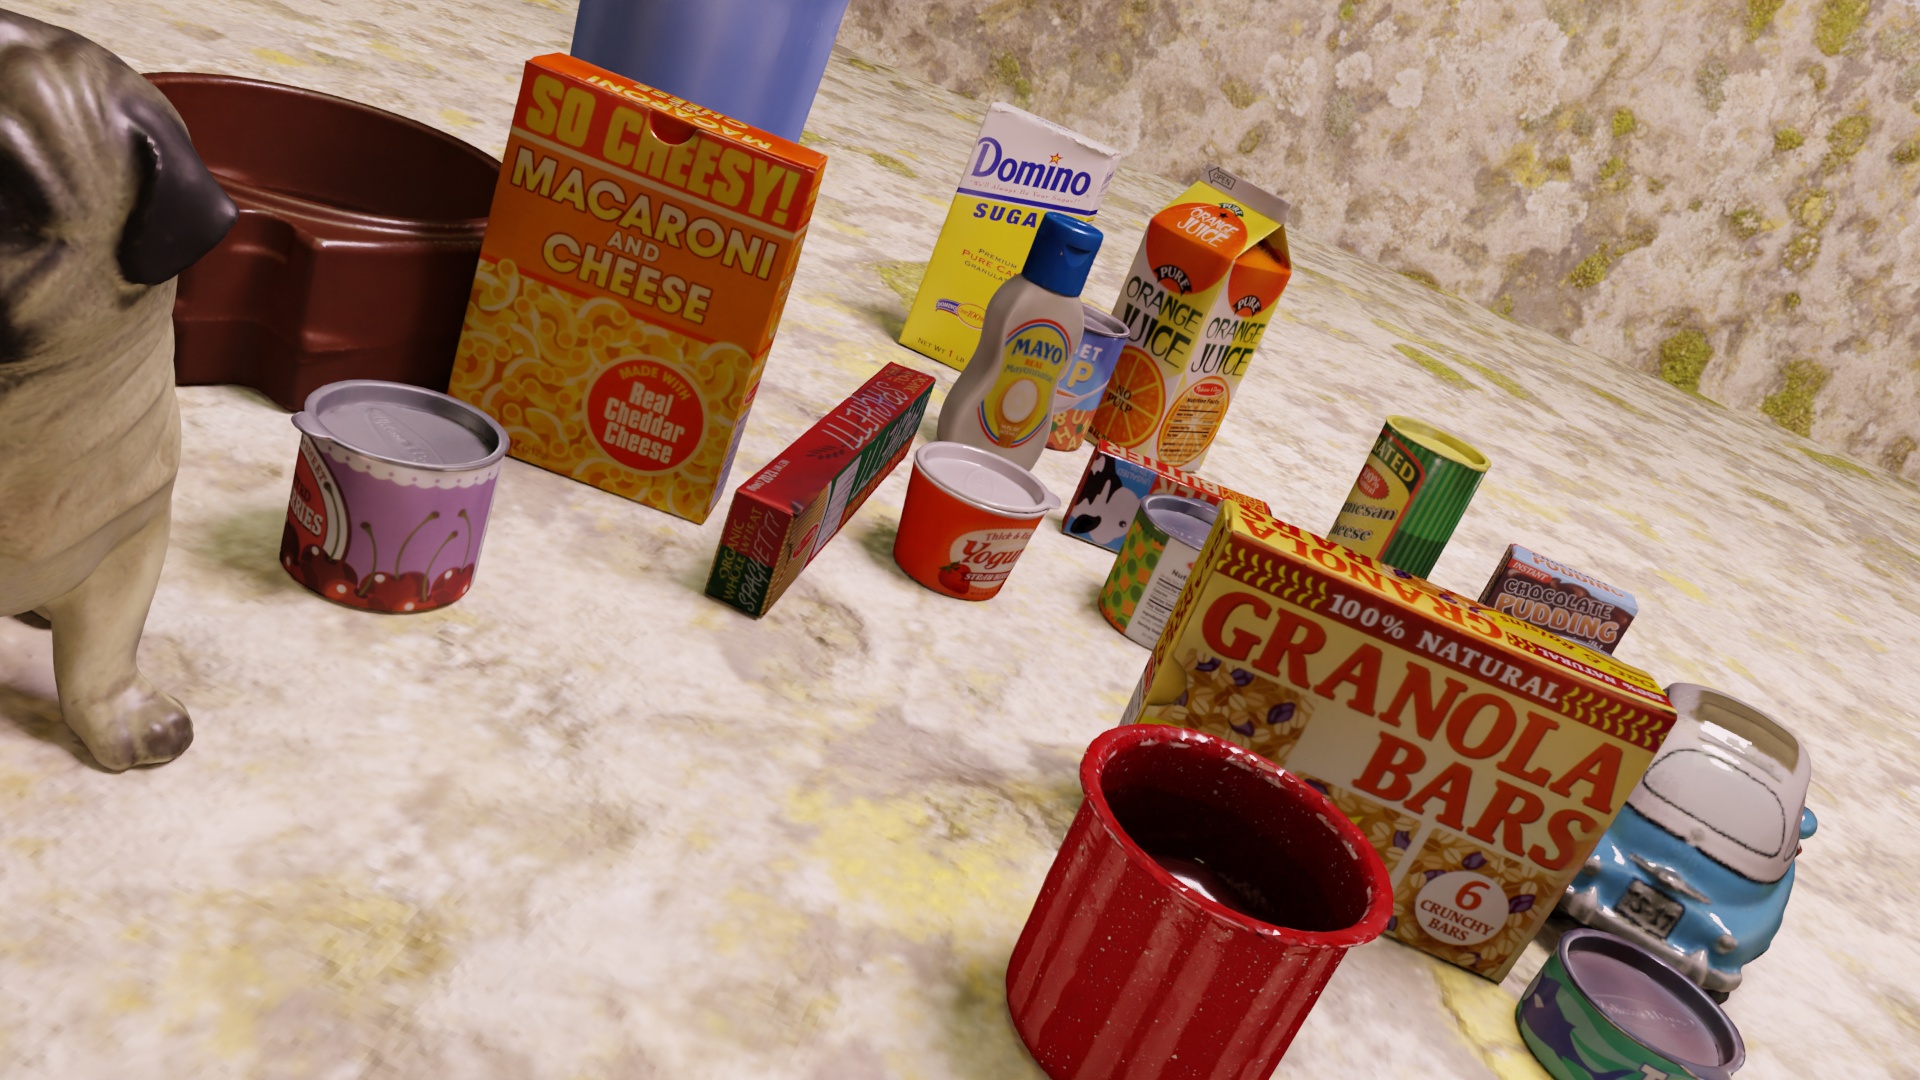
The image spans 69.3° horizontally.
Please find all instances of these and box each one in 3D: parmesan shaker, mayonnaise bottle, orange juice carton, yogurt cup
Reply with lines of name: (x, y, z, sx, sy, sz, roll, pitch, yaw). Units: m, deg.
parmesan shaker: (0.268, -0.015, 0.842, 0.071, 0.102, 0.071, 19, 22, -8)
mayonnaise bottle: (0.038, -0.113, 0.800, 0.065, 0.147, 0.041, 12, 24, -23)
orange juice carton: (0.150, -0.144, 0.910, 0.073, 0.191, 0.072, -3, 33, -47)
yogurt cup: (0.002, -0.008, 0.653, 0.072, 0.053, 0.073, 19, 22, -8)

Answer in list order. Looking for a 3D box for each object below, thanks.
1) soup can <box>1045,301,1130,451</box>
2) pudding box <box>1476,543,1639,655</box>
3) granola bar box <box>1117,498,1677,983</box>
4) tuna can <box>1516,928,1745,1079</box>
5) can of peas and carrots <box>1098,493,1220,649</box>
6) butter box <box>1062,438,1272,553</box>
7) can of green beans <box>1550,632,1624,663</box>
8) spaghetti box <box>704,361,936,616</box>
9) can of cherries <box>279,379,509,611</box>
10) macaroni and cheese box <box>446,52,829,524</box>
soup can: (0.062, -0.108, 0.893, 0.071, 0.083, 0.071, 19, 22, -8)
pudding box: (0.380, 0.042, 0.886, 0.084, 0.049, 0.030, 26, 22, 9)
granola bar box: (0.148, 0.074, 0.506, 0.165, 0.123, 0.039, 23, 22, 2)
tuna can: (0.232, 0.172, 0.482, 0.071, 0.032, 0.071, 19, 22, -8)
can of peas and carrots: (0.108, 0.017, 0.686, 0.071, 0.058, 0.071, 19, 22, -8)
butter box: (0.113, -0.012, 0.763, 0.103, 0.053, 0.024, 21, 22, -3)
can of green beans: (0.311, 0.089, 0.706, 0.071, 0.057, 0.071, 19, 22, -8)
spaghetti box: (-0.058, -0.034, 0.663, 0.029, 0.050, 0.251, 23, 22, 4)
can of cherries: (-0.200, -0.016, 0.483, 0.071, 0.058, 0.072, 19, 22, -8)
macaroni and cheese box: (-0.141, -0.104, 0.595, 0.124, 0.165, 0.040, 20, 22, -5)
